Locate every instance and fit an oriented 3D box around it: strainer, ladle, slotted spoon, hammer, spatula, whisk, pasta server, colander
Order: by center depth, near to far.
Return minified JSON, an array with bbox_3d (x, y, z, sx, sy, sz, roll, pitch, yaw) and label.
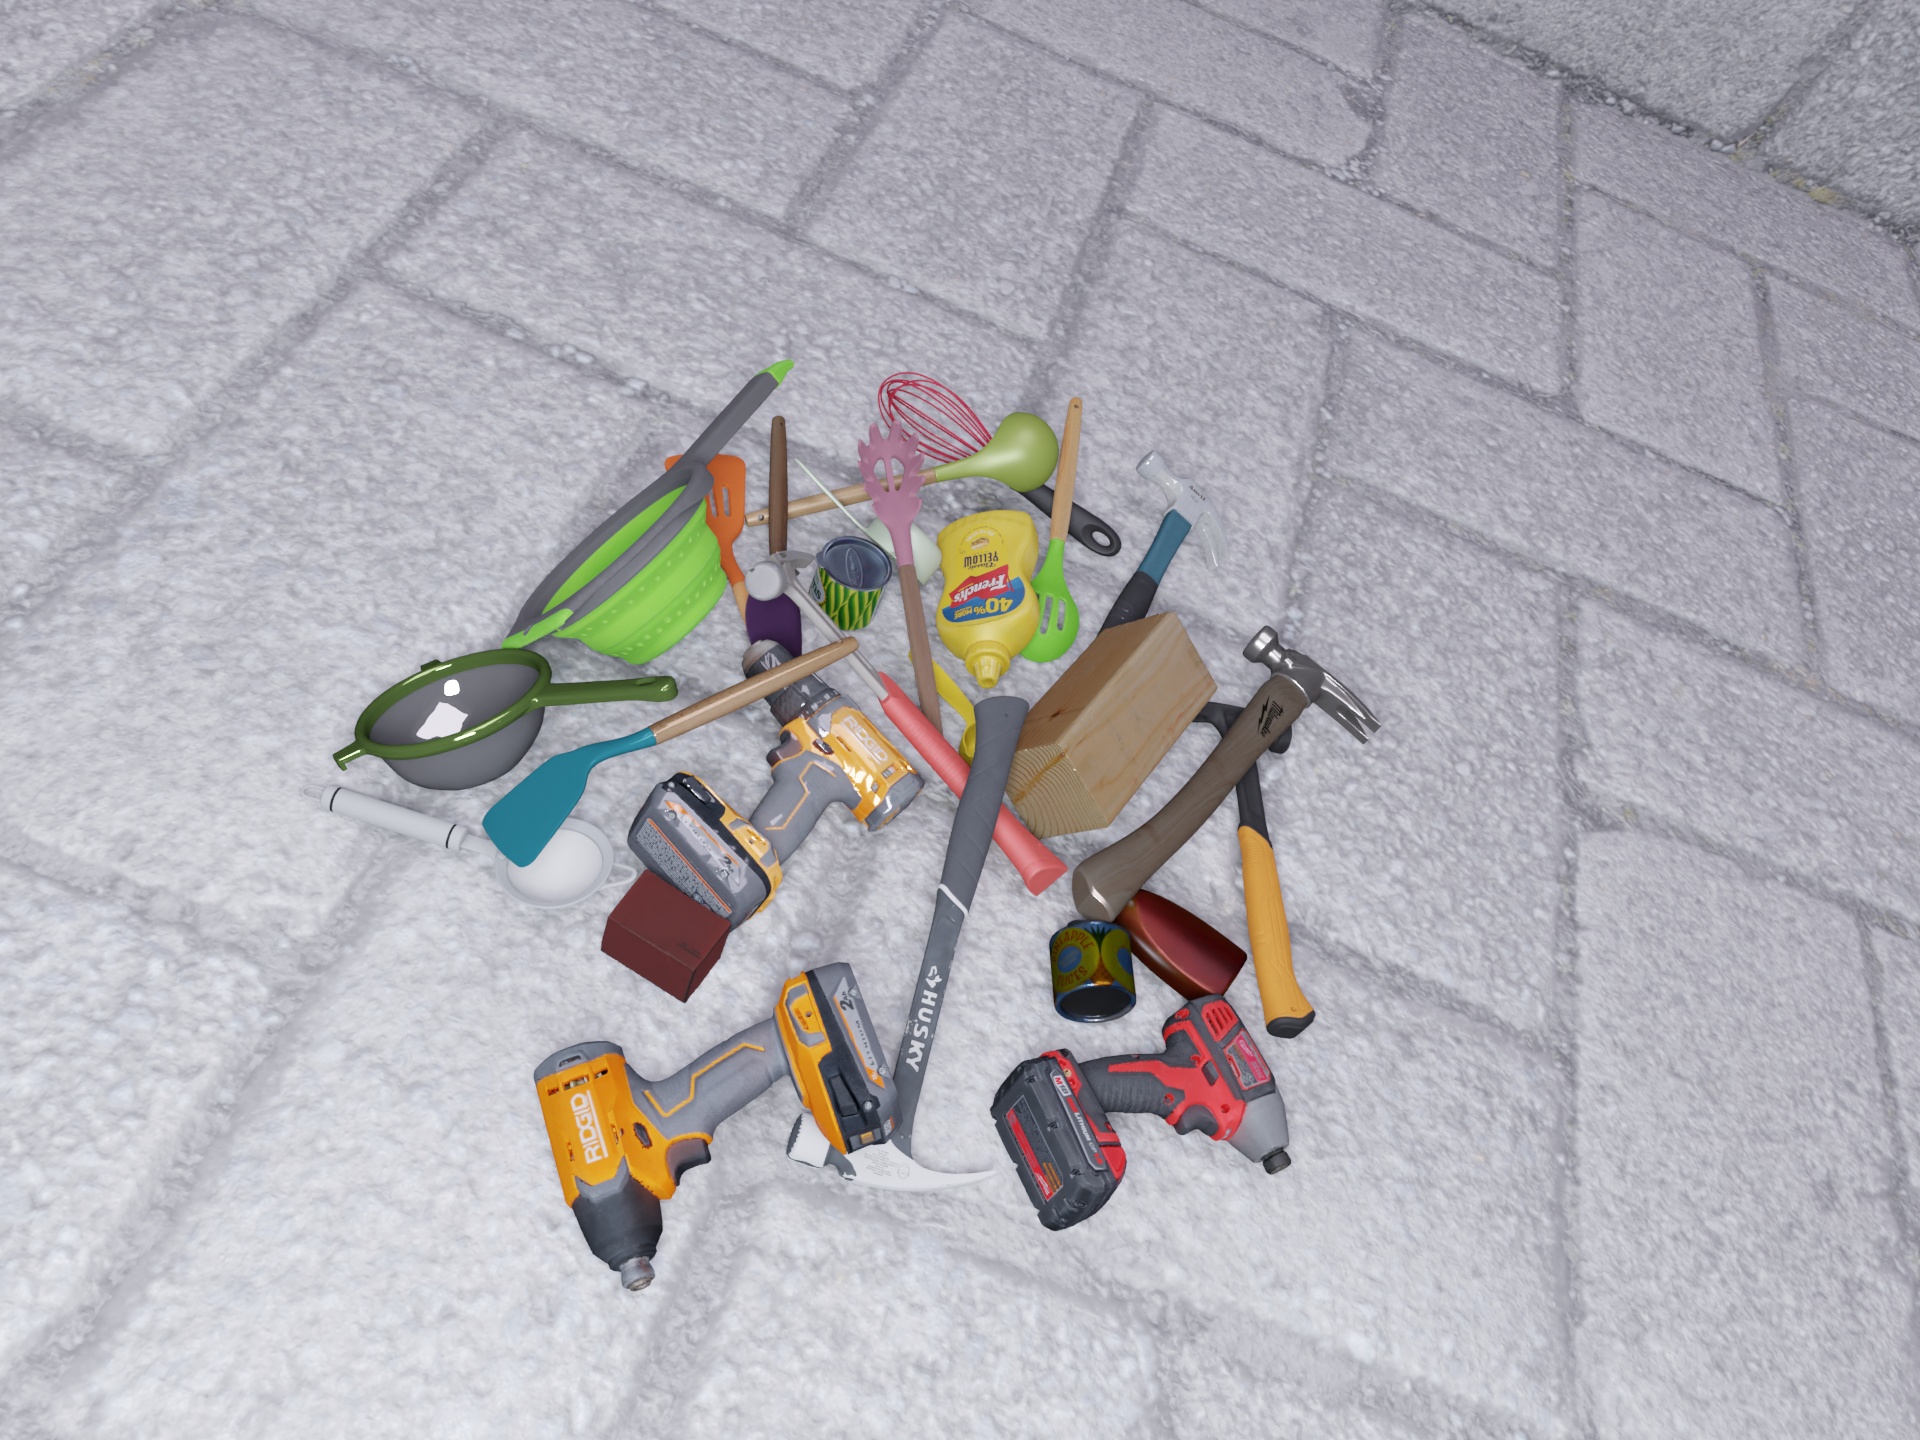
[{"bbox_3d":[-0.365,0.090,1.181,0.258,0.050,0.087,18,46,0],"label":"strainer"},{"bbox_3d":[-0.325,0.005,1.196,0.256,0.069,0.152,-4,30,16],"label":"strainer"},{"bbox_3d":[-0.209,0.010,1.203,0.317,0.044,0.082,-27,36,-26],"label":"spatula"},{"bbox_3d":[-0.005,0.157,1.215,0.149,0.036,0.409,21,62,-9],"label":"hammer"},{"bbox_3d":[-0.040,0.000,1.338,0.359,0.036,0.149,48,12,0],"label":"hammer"},{"bbox_3d":[-0.227,-0.170,1.369,0.094,0.204,0.397,49,51,-22],"label":"colander"},{"bbox_3d":[0.230,0.058,1.399,0.146,0.038,0.411,41,48,10],"label":"hammer"},{"bbox_3d":[0.257,0.123,1.408,0.127,0.034,0.337,10,50,-15],"label":"hammer"},{"bbox_3d":[-0.044,-0.113,1.410,0.060,0.040,0.316,-8,76,-7],"label":"pasta server"},{"bbox_3d":[-0.186,-0.107,1.411,0.081,0.041,0.323,-5,56,-32],"label":"spatula"},{"bbox_3d":[-0.168,-0.167,1.445,0.059,0.018,0.316,25,44,-32],"label":"spatula"},{"bbox_3d":[-0.054,-0.231,1.533,0.320,0.078,0.062,-16,14,-12],"label":"ladle"},{"bbox_3d":[0.096,-0.196,1.563,0.070,0.031,0.314,13,60,-6],"label":"slotted spoon"},{"bbox_3d":[0.177,-0.129,1.566,0.128,0.033,0.331,40,51,-11],"label":"hammer"},{"bbox_3d":[0.040,-0.257,1.616,0.296,0.073,0.073,35,48,1],"label":"whisk"}]

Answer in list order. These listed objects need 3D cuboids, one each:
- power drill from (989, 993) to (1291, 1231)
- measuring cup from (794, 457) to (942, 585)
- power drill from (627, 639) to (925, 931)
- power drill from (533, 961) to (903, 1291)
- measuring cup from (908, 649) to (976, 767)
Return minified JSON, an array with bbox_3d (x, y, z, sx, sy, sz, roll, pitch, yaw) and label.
[{"bbox_3d":[0.147,0.297,1.198,0.219,0.078,0.143,-10,58,-32],"label":"power drill"},{"bbox_3d":[-0.083,-0.195,1.478,0.167,0.083,0.038,44,90,-7],"label":"measuring cup"},{"bbox_3d":[-0.158,0.043,1.261,0.185,0.084,0.226,48,48,5],"label":"power drill"},{"bbox_3d":[-0.157,0.269,1.063,0.226,0.084,0.164,-19,60,-9],"label":"power drill"},{"bbox_3d":[-0.002,-0.005,1.416,0.062,0.029,0.157,-20,55,-33],"label":"measuring cup"}]
